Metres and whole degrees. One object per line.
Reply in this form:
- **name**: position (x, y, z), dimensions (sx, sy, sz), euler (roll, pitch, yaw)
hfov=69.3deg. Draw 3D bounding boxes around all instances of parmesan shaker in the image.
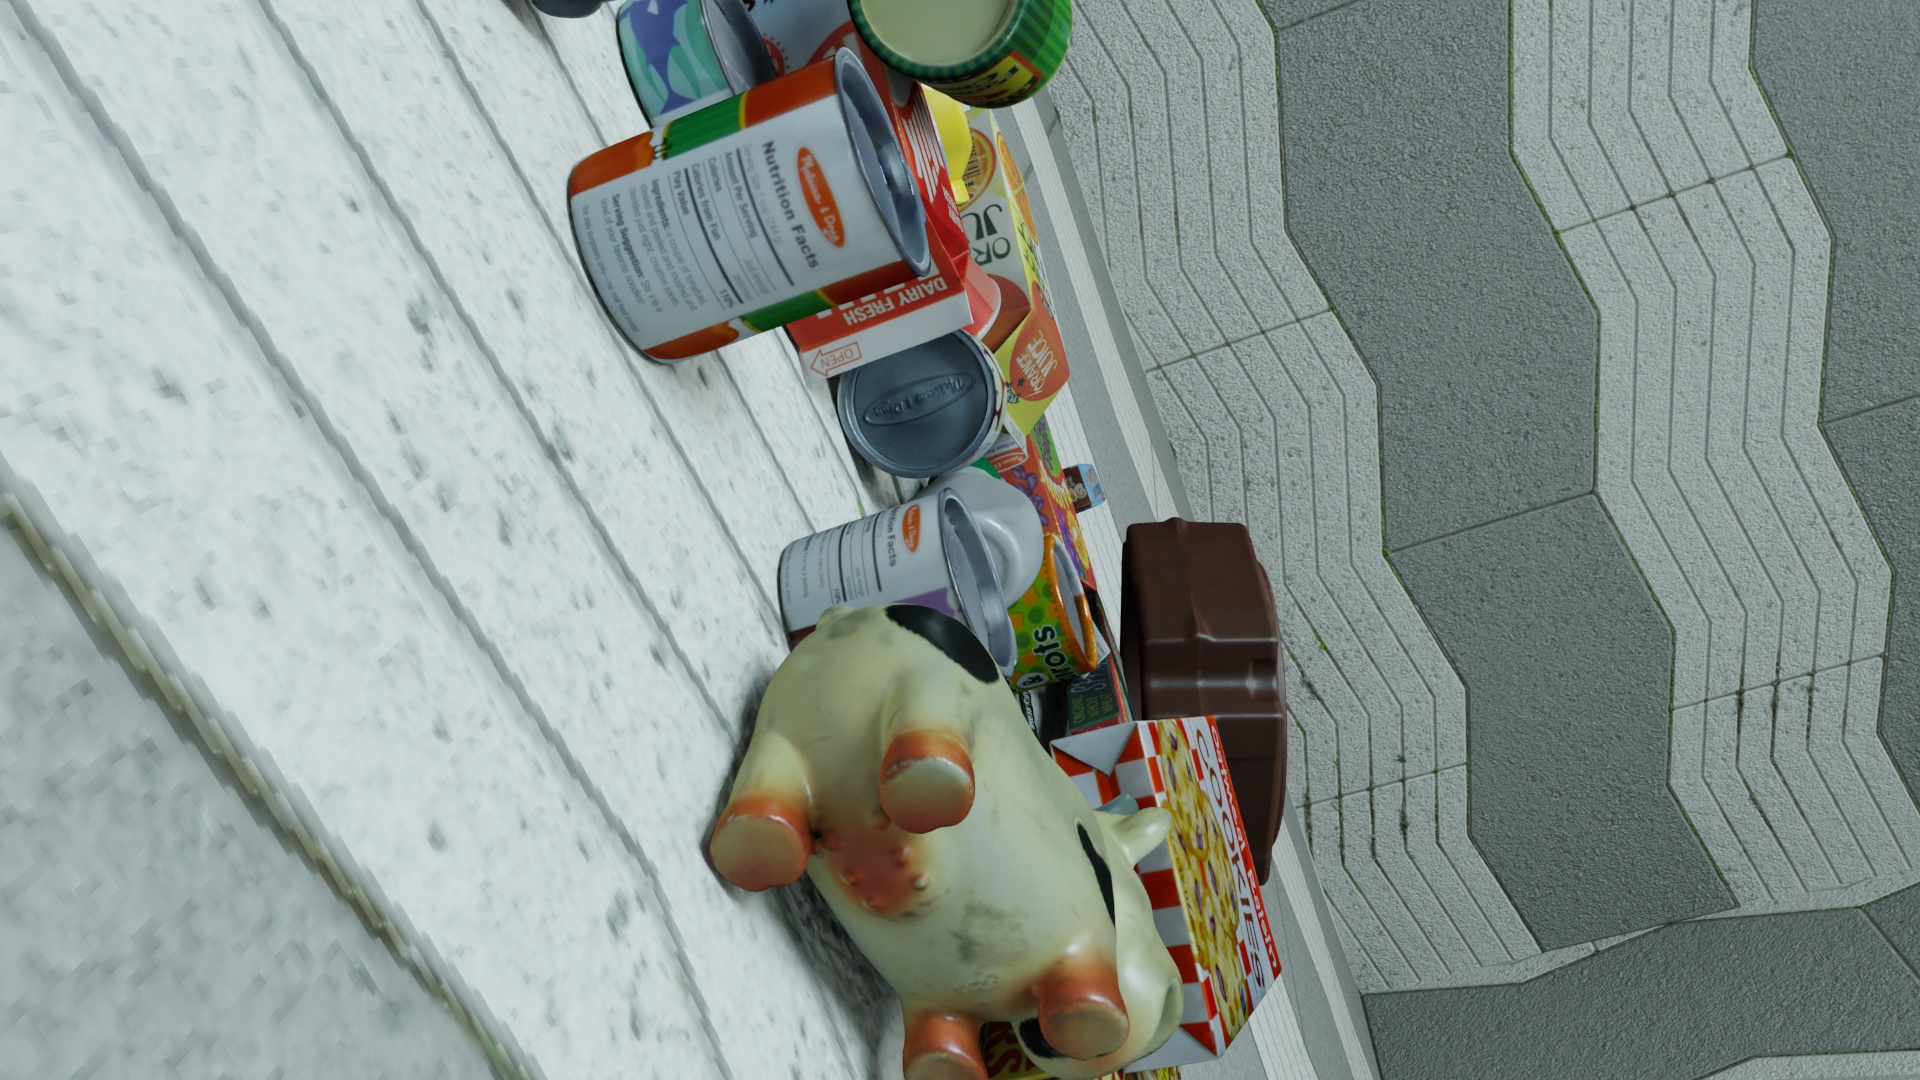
- **parmesan shaker**: position (-0.001, -0.198, 0.512), dimensions (0.103, 0.071, 0.071), euler (-45, 117, -73)

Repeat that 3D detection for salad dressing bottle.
- **salad dressing bottle**: position (0.002, -0.008, 0.602), dimensions (0.148, 0.064, 0.044), euler (-88, 169, -76)

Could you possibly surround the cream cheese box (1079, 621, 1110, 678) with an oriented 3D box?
- **cream cheese box**: position (0.040, 0.031, 0.727), dimensions (0.053, 0.024, 0.103), euler (36, -10, 34)

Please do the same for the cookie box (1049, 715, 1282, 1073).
- **cookie box**: position (0.090, 0.138, 0.584), dimensions (0.167, 0.040, 0.123), euler (17, 58, -69)

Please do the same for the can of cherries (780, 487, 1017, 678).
- **can of cherries**: position (-0.019, 0.024, 0.464), dimensions (0.071, 0.058, 0.071), euler (-20, 91, -78)

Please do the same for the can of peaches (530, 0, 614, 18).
- **can of peaches**: position (-0.107, -0.188, 0.374), dimensions (0.071, 0.071, 0.058), euler (49, 26, -61)

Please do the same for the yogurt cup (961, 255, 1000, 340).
- **yogurt cup**: position (-0.023, -0.114, 0.630), dimensions (0.053, 0.072, 0.073), euler (52, 22, -37)

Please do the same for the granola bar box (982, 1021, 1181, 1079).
- **granola bar box**: position (0.055, 0.190, 0.563), dimensions (0.166, 0.039, 0.123), euler (-76, 146, -59)

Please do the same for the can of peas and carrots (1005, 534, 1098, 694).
- **can of peas and carrots**: position (0.026, 0.038, 0.634), dimensions (0.071, 0.058, 0.071), euler (-20, 91, -77)

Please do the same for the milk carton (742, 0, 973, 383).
- **milk carton**: position (-0.052, -0.161, 0.551), dimensions (0.073, 0.072, 0.191), euler (22, 50, -73)

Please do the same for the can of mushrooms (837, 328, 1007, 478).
- **can of mushrooms**: position (-0.016, -0.061, 0.577), dimensions (0.033, 0.071, 0.071), euler (-13, 85, -78)

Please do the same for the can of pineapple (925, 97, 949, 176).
- **can of pineapple**: position (-0.043, -0.185, 0.650), dimensions (0.071, 0.058, 0.071), euler (-19, 91, -77)

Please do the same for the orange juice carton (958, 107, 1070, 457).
- **orange juice carton**: position (0.009, -0.142, 0.777), dimensions (0.071, 0.073, 0.193), euler (52, 24, -58)

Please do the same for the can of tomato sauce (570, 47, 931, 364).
- **can of tomato sauce**: position (-0.059, -0.095, 0.402), dimensions (0.071, 0.083, 0.071), euler (-19, 91, -78)

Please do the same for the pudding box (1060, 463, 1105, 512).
- **pudding box**: position (0.065, -0.029, 0.914), dimensions (0.084, 0.049, 0.030), euler (-15, 86, -77)

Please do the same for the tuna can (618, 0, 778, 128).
- **tuna can**: position (-0.089, -0.165, 0.484), dimensions (0.071, 0.033, 0.071), euler (-19, 91, -78)

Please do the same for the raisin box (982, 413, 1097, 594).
- **raisin box**: position (0.040, -0.026, 0.829), dimensions (0.086, 0.040, 0.123), euler (31, 41, -72)

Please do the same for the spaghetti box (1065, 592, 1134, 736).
- **spaghetti box**: position (0.081, 0.085, 0.817), dimensions (0.251, 0.028, 0.050), euler (-79, 148, -77)
